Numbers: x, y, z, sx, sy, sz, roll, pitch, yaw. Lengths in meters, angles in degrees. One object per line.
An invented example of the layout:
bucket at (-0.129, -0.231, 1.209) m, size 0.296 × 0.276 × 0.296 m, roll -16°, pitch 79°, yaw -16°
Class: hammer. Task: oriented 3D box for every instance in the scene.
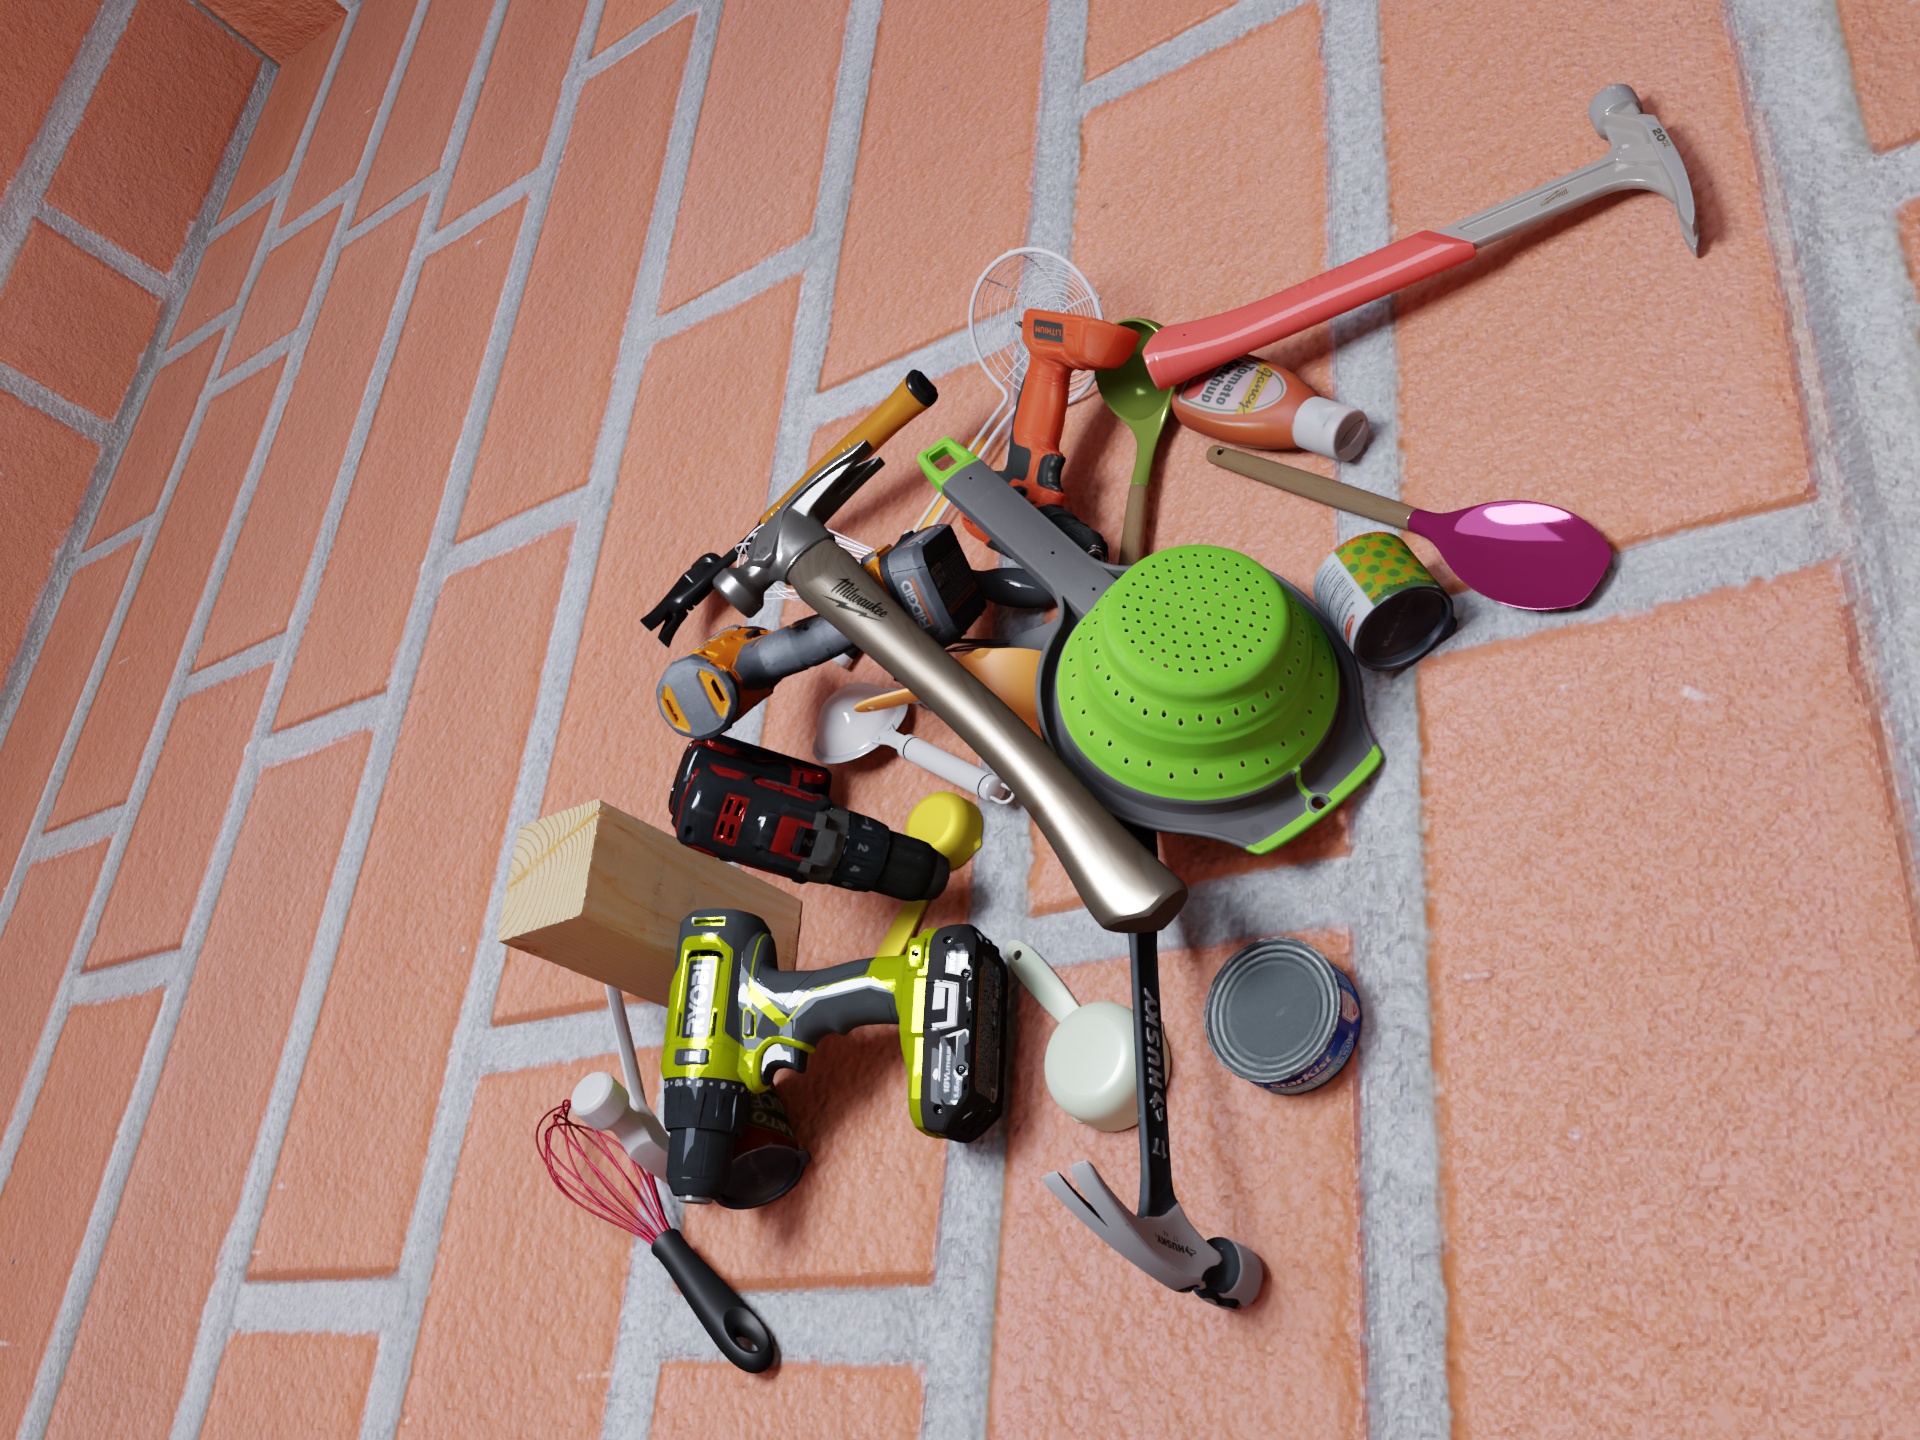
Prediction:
hammer at (-0.143, -0.181, 1.340) m, size 0.337 × 0.034 × 0.127 m, roll -35°, pitch 16°, yaw 34°
hammer at (-0.272, 0.204, 1.248) m, size 0.035 × 0.143 × 0.406 m, roll -35°, pitch 35°, yaw 1°
hammer at (0.105, 0.131, 0.957) m, size 0.036 × 0.149 × 0.409 m, roll -31°, pitch 41°, yaw 33°
hammer at (0.002, -0.023, 0.999) m, size 0.146 × 0.038 × 0.411 m, roll -45°, pitch 57°, yaw 0°
hammer at (0.296, -0.300, 1.071) m, size 0.359 × 0.036 × 0.149 m, roll -20°, pitch 52°, yaw 20°

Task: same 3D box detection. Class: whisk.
whisk at (-0.054, -0.114, 1.246) m, size 0.285 × 0.070 × 0.070 m, roll 9°, pitch 71°, yaw 24°
whisk at (-0.220, 0.360, 1.137) m, size 0.296 × 0.073 × 0.073 m, roll 34°, pitch 89°, yaw 41°
whisk at (0.042, -0.053, 1.152) m, size 0.239 × 0.055 × 0.055 m, roll -17°, pitch 54°, yaw 41°

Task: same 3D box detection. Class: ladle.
ladle at (0.119, -0.150, 1.157) m, size 0.078 × 0.062 × 0.320 m, roll -18°, pitch 56°, yaw 49°

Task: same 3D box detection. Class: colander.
colander at (0.095, -0.090, 1.016) m, size 0.204 × 0.094 × 0.397 m, roll -36°, pitch 59°, yaw -14°

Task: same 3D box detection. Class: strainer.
strainer at (-0.042, 0.016, 1.192) m, size 0.087 × 0.050 × 0.259 m, roll -44°, pitch 39°, yaw -18°

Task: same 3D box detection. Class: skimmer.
skimmer at (-0.011, -0.203, 1.275) m, size 0.127 × 0.090 × 0.363 m, roll 34°, pitch 92°, yaw 17°

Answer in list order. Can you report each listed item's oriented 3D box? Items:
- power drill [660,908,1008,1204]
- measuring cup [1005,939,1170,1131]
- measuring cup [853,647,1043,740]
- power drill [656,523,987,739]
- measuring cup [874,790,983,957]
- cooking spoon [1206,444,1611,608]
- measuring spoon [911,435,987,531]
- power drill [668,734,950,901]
power drill at (-0.091, 0.219, 1.043) m, size 0.228 × 0.080 × 0.191 m, roll -4°, pitch 66°, yaw 18°
measuring cup at (0.065, 0.187, 1.007) m, size 0.083 × 0.038 × 0.168 m, roll -50°, pitch 44°, yaw 6°
measuring cup at (-0.002, -0.004, 1.137) m, size 0.173 × 0.095 × 0.052 m, roll -12°, pitch 66°, yaw 26°
power drill at (-0.100, -0.066, 1.181) m, size 0.226 × 0.084 × 0.164 m, roll -22°, pitch 11°, yaw 18°
measuring cup at (-0.037, 0.121, 1.141) m, size 0.062 × 0.029 × 0.156 m, roll 16°, pitch 73°, yaw 45°
cooking spoon at (0.276, -0.137, 1.037) m, size 0.319 × 0.017 × 0.069 m, roll 31°, pitch 86°, yaw 46°
measuring spoon at (-0.015, -0.190, 1.327) m, size 0.021 × 0.011 × 0.117 m, roll 34°, pitch 89°, yaw 47°
power drill at (-0.117, 0.074, 1.141) m, size 0.227 × 0.187 × 0.080 m, roll -163°, pitch 91°, yaw -75°
